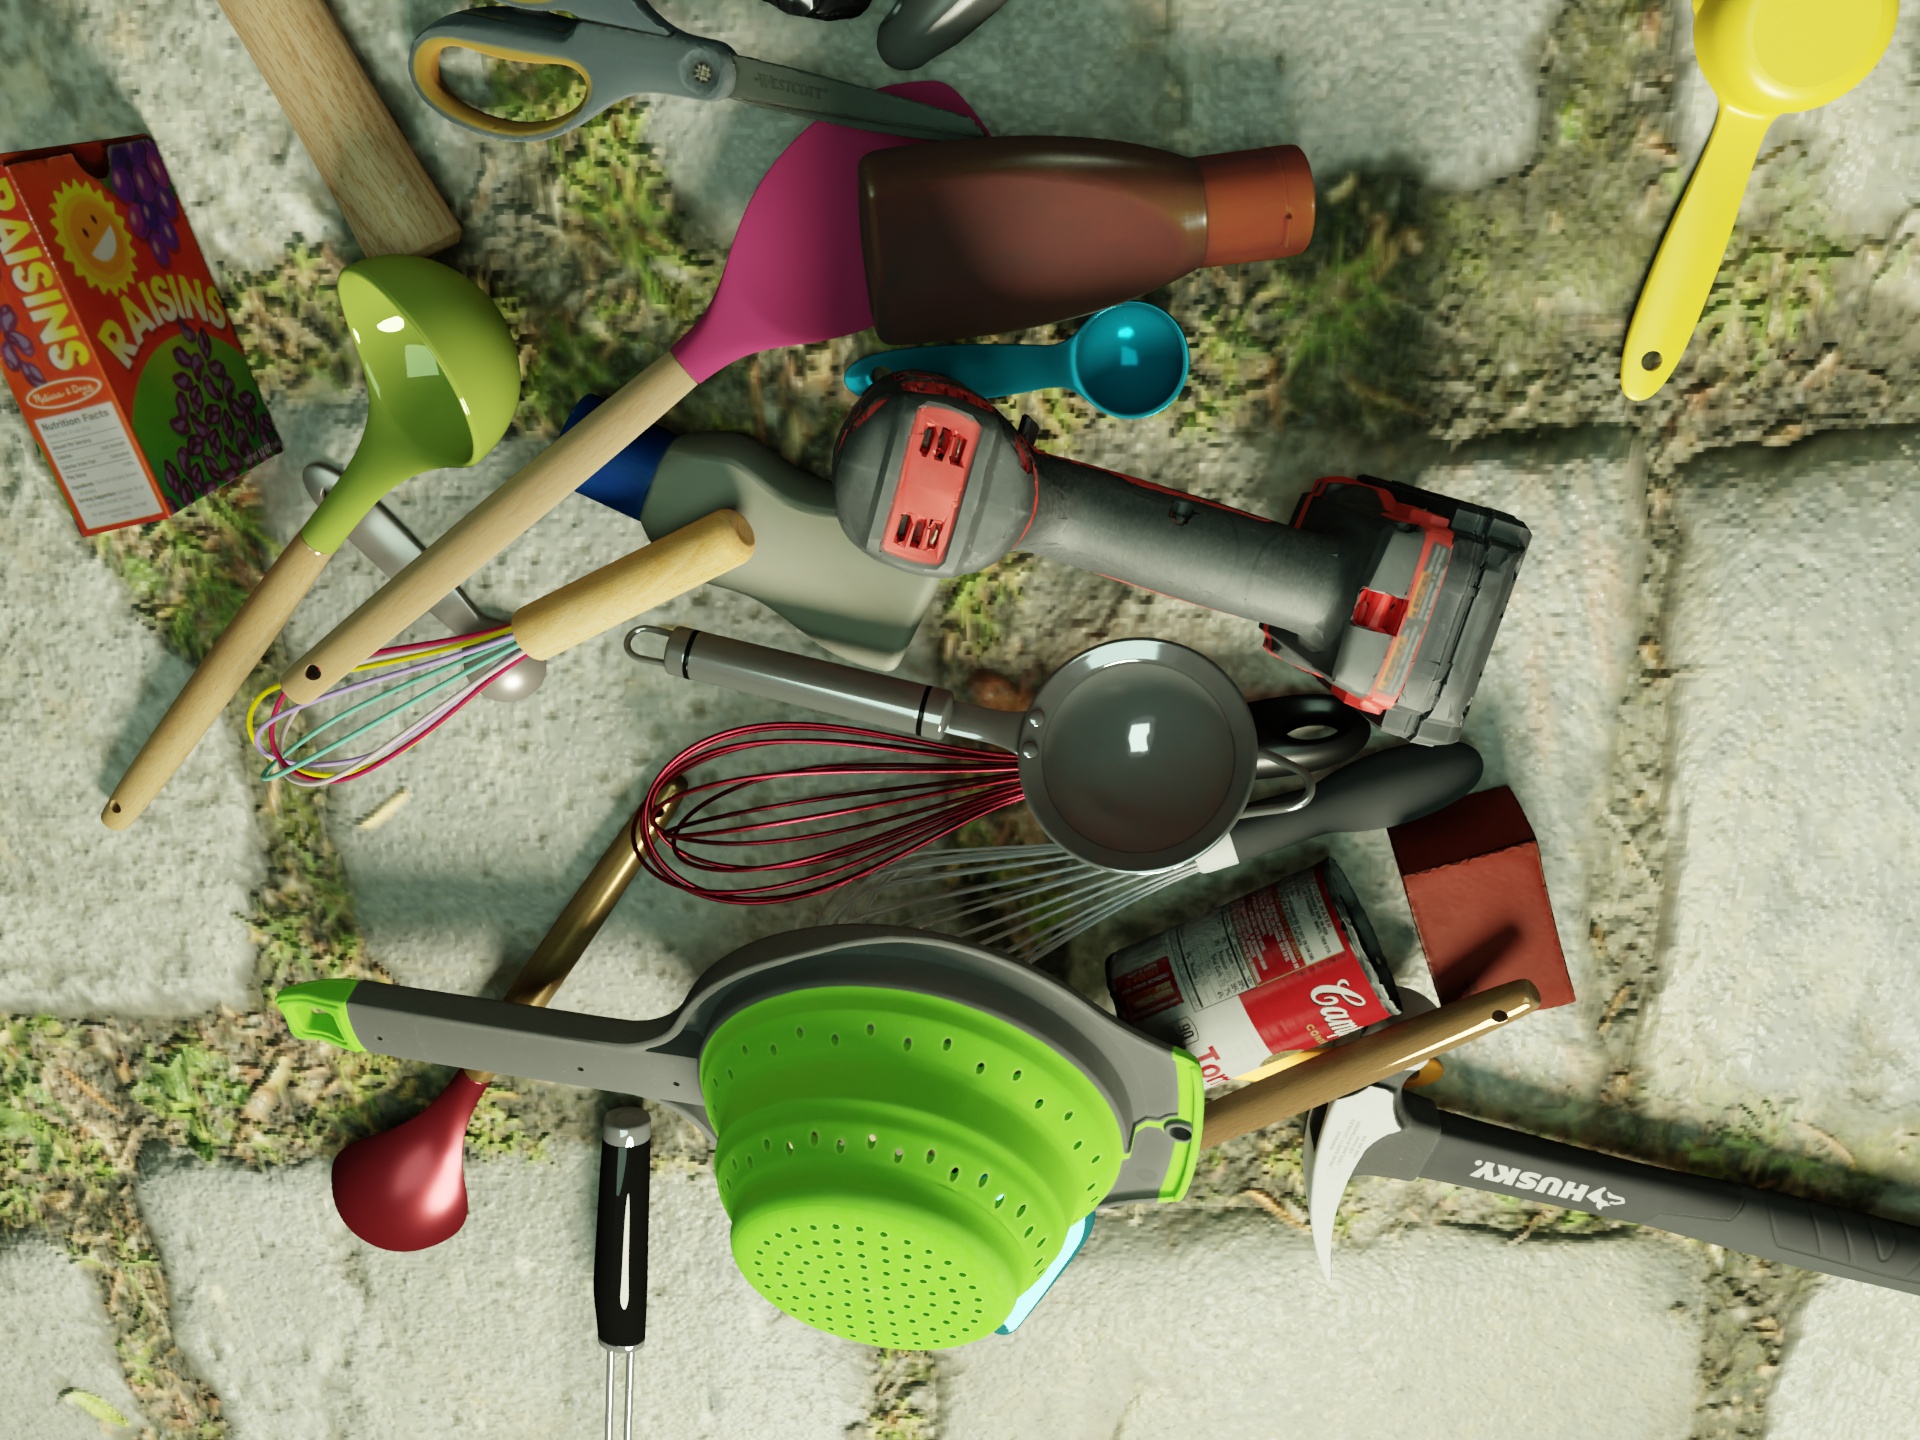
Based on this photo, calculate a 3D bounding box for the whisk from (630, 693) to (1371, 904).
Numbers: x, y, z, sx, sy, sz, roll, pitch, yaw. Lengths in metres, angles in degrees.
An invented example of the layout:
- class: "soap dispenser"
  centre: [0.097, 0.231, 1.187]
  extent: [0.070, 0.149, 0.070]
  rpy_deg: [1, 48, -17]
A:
- class: "whisk"
  centre: [0.014, 0.022, 0.628]
  extent: [0.296, 0.073, 0.073]
  rpy_deg: [-8, 114, 3]

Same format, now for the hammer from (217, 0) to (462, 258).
- class: "hammer"
  centre: [-0.267, -0.303, 0.517]
  extent: [0.130, 0.031, 0.331]
  rpy_deg: [-22, 111, 14]

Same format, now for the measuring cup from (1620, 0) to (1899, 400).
- class: "measuring cup"
  centre: [0.257, -0.180, 0.527]
  extent: [0.062, 0.029, 0.156]
  rpy_deg: [13, 114, -1]

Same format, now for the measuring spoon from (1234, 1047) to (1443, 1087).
- class: "measuring spoon"
  centre: [0.154, 0.156, 0.702]
  extent: [0.117, 0.011, 0.021]
  rpy_deg: [0, 115, 5]

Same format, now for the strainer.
- class: "strainer"
  centre: [-0.001, -0.002, 0.585]
  extent: [0.258, 0.050, 0.087]
  rpy_deg: [14, 81, 6]

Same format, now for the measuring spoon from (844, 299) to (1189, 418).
- class: "measuring spoon"
  centre: [0.020, -0.131, 0.583]
  extent: [0.128, 0.021, 0.042]
  rpy_deg: [0, 113, 15]

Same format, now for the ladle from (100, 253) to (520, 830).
- class: "ladle"
  centre: [-0.270, -0.051, 0.614]
  extent: [0.320, 0.062, 0.078]
  rpy_deg: [-43, 85, 26]

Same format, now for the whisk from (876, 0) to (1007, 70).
- class: "whisk"
  centre: [0.063, -0.285, 0.488]
  extent: [0.239, 0.055, 0.055]
  rpy_deg: [-36, 107, 24]

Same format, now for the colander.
- class: "colander"
  centre: [-0.106, 0.171, 0.638]
  extent: [0.397, 0.095, 0.204]
  rpy_deg: [6, 134, 9]

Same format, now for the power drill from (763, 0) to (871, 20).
- class: "power drill"
  centre: [-0.055, -0.344, 0.456]
  extent: [0.188, 0.080, 0.226]
  rpy_deg: [27, 111, -8]

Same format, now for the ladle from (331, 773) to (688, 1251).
- class: "ladle"
  centre: [-0.205, 0.142, 0.721]
  extent: [0.069, 0.031, 0.315]
  rpy_deg: [33, 112, -10]

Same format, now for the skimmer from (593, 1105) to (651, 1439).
- class: "skimmer"
  centre: [-0.167, 0.350, 0.812]
  extent: [0.127, 0.090, 0.363]
  rpy_deg: [6, 105, 5]

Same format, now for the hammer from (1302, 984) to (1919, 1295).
- class: "hammer"
  centre: [0.313, 0.216, 0.700]
  extent: [0.334, 0.035, 0.146]
  rpy_deg: [14, 120, -3]

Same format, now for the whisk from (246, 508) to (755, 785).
- class: "whisk"
  centre: [-0.183, -0.027, 0.608]
  extent: [0.245, 0.051, 0.047]
  rpy_deg: [-22, 100, 23]

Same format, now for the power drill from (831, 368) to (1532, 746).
- class: "power drill"
  centre: [0.063, -0.065, 0.543]
  extent: [0.219, 0.143, 0.078]
  rpy_deg: [14, 102, -8]

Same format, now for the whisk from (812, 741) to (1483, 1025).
- class: "whisk"
  centre: [0.071, 0.058, 0.644]
  extent: [0.284, 0.070, 0.070]
  rpy_deg: [-18, 112, 7]

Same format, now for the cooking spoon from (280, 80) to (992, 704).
- class: "cooking spoon"
  centre: [-0.118, -0.109, 0.563]
  extent: [0.319, 0.017, 0.068]
  rpy_deg: [-39, 105, 4]

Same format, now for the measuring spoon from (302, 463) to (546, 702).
- class: "measuring spoon"
  centre: [-0.217, -0.053, 0.635]
  extent: [0.034, 0.018, 0.124]
  rpy_deg: [-38, 106, 20]

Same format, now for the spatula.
- class: "spatula"
  centre: [0.105, 0.182, 0.680]
  extent: [0.317, 0.044, 0.082]
  rpy_deg: [-35, 104, 34]
